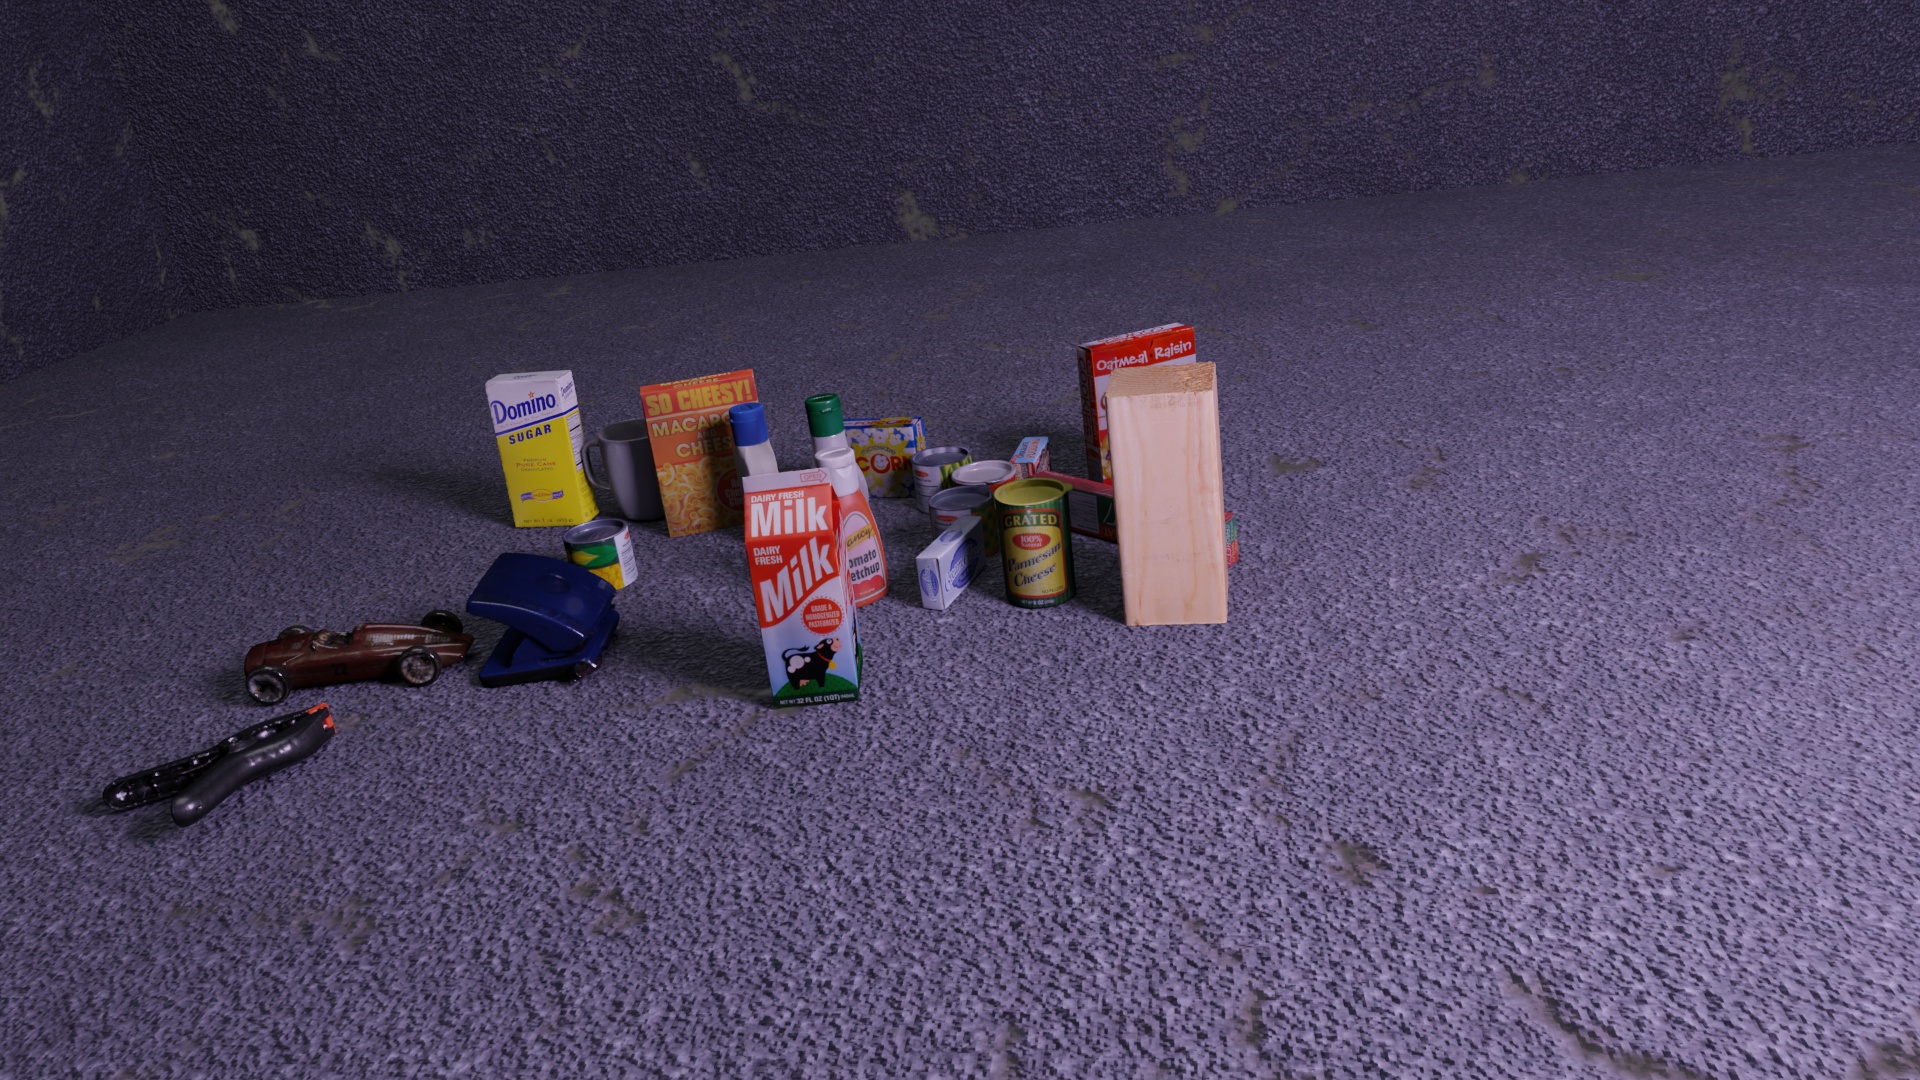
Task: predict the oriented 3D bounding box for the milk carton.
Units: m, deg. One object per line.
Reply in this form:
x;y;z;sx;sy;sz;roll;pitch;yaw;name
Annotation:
-0.127;0.034;1.124;0.072;0.189;0.074;-7;21;2;milk carton

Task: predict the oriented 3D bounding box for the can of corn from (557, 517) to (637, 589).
-0.371;0.016;1.421;0.071;0.058;0.071;-6;22;3;can of corn

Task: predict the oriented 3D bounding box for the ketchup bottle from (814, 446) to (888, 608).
-0.107;-0.012;1.286;0.065;0.148;0.043;-21;25;-30;ketchup bottle

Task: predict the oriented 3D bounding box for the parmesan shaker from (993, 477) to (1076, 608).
0.071;0.002;1.255;0.071;0.102;0.071;-6;22;3;parmesan shaker

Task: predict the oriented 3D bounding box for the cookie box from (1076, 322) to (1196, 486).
0.192;-0.137;1.474;0.123;0.166;0.040;-15;23;-19;cookie box

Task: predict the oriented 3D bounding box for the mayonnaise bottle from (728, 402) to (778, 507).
-0.213;-0.070;1.465;0.041;0.147;0.065;-17;23;-22;mayonnaise bottle

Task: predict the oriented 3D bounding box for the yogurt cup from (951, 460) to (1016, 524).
0.027;-0.049;1.461;0.072;0.053;0.073;-6;22;3;yogurt cup

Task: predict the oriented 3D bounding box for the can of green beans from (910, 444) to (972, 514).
-0.018;-0.066;1.513;0.071;0.057;0.071;-6;22;3;can of green beans

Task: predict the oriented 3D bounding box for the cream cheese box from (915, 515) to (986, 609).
-0.007;0.020;1.303;0.024;0.053;0.104;3;24;25;cream cheese box

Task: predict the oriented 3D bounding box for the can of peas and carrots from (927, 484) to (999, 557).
0.005;-0.017;1.384;0.071;0.058;0.071;-6;22;3;can of peas and carrots

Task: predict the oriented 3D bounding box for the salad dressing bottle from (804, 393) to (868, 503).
-0.134;-0.081;1.466;0.064;0.147;0.044;-13;22;-13;salad dressing bottle

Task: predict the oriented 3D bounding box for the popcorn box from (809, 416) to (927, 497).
-0.101;-0.094;1.570;0.127;0.085;0.038;0;23;17;popcorn box

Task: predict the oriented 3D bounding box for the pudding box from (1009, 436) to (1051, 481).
0.077;-0.078;1.523;0.030;0.049;0.084;-1;23;16;pudding box

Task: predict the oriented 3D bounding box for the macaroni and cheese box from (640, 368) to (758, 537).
-0.274;-0.096;1.524;0.124;0.165;0.040;-11;22;-8;macaroni and cheese box

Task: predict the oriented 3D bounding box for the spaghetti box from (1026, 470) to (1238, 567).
0.164;-0.022;1.357;0.029;0.050;0.250;-25;28;-37;spaghetti box
